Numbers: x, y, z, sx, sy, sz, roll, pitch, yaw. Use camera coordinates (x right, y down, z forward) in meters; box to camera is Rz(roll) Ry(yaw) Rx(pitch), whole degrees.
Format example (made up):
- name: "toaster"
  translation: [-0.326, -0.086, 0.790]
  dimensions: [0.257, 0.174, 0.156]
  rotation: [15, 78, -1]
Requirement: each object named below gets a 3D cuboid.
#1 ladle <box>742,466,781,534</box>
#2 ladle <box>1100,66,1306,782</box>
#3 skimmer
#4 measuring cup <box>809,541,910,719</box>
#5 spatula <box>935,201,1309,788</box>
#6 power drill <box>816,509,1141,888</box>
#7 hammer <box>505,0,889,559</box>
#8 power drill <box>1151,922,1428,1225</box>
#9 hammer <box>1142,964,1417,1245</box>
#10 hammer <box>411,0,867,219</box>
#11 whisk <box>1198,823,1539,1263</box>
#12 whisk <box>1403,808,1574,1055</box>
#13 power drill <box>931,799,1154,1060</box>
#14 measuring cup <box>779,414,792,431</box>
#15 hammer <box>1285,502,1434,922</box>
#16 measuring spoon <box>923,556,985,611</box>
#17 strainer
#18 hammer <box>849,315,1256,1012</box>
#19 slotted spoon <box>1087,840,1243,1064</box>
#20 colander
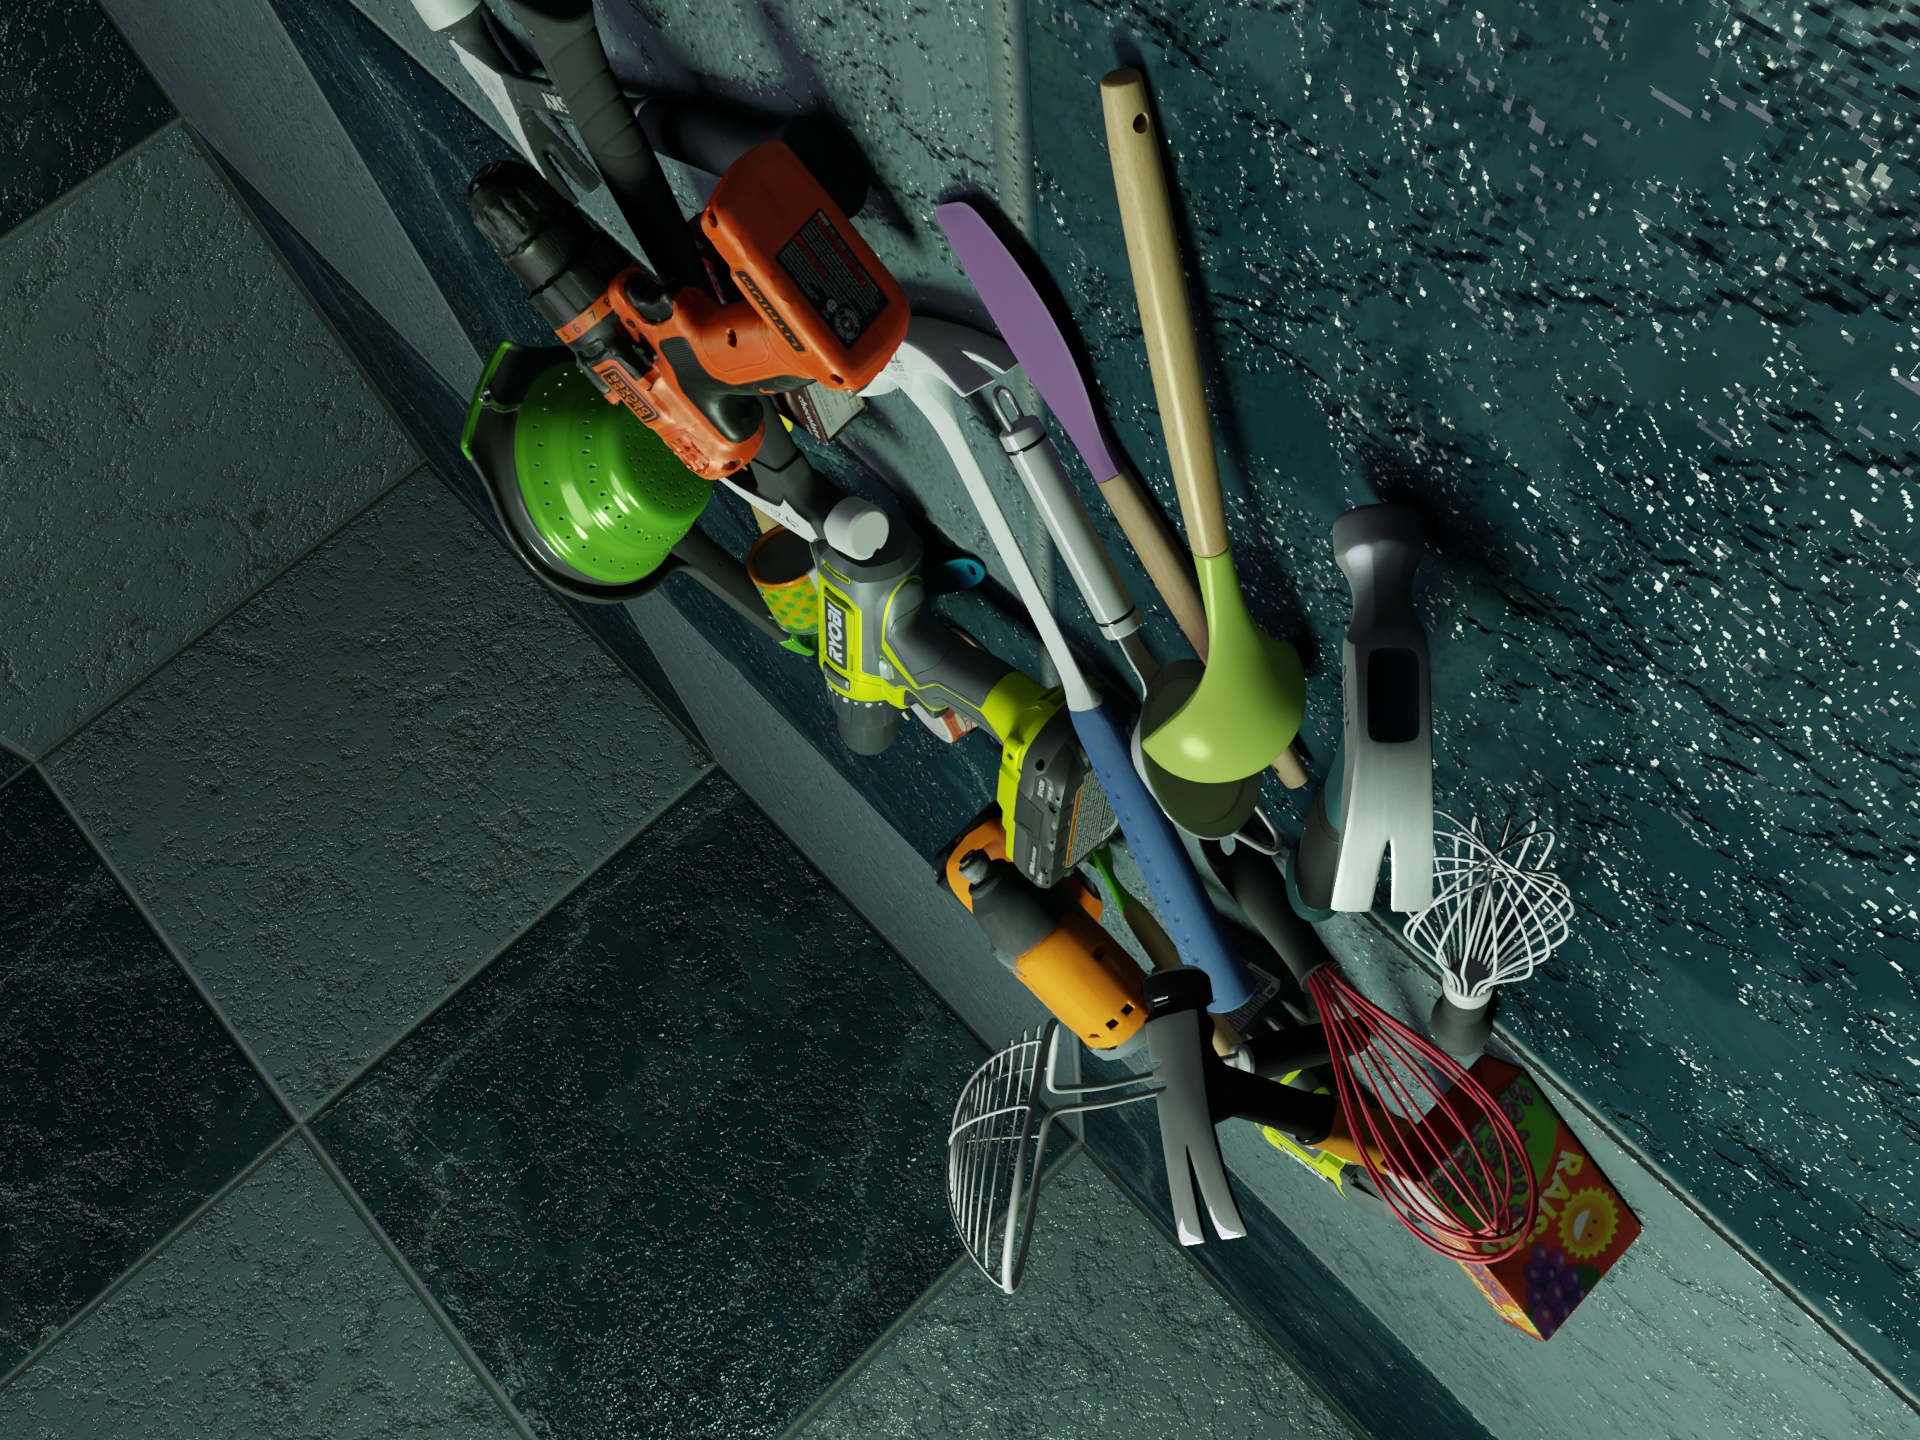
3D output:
- name: "ladle"
  translation: [-0.155, -0.185, 1.179]
  dimensions: [0.069, 0.031, 0.315]
  rotation: [44, 169, 15]
- name: "ladle"
  translation: [0.083, -0.091, 0.599]
  dimensions: [0.062, 0.078, 0.319]
  rotation: [44, 161, 45]
- name: "skimmer"
  translation: [0.130, 0.202, 0.837]
  dimensions: [0.090, 0.363, 0.127]
  rotation: [17, 103, 48]
- name: "measuring cup"
  translation: [-0.055, -0.069, 1.091]
  dimensions: [0.083, 0.038, 0.167]
  rotation: [-101, -13, -55]
- name: "spatula"
  translation: [0.079, -0.088, 0.696]
  dimensions: [0.315, 0.018, 0.060]
  rotation: [55, 171, -25]
- name: "power drill"
  translation: [-0.002, -0.003, 0.983]
  dimensions: [0.229, 0.080, 0.190]
  rotation: [38, 147, 26]
- name: "hammer"
  translation: [-0.143, -0.226, 0.817]
  dimensions: [0.146, 0.035, 0.334]
  rotation: [32, 158, 38]
- name: "power drill"
  translation: [0.231, 0.247, 1.075]
  dimensions: [0.223, 0.080, 0.171]
  rotation: [51, 168, -29]
- name: "hammer"
  translation: [0.204, 0.226, 0.856]
  dimensions: [0.336, 0.034, 0.127]
  rotation: [26, -131, -46]
- name: "hammer"
  translation: [-0.168, -0.308, 0.828]
  dimensions: [0.409, 0.036, 0.149]
  rotation: [34, 163, 46]
- name: "whisk"
  translation: [0.191, 0.144, 0.804]
  dimensions: [0.073, 0.073, 0.296]
  rotation: [60, -179, -43]
- name: "whisk"
  translation: [0.228, 0.107, 0.710]
  dimensions: [0.070, 0.070, 0.284]
  rotation: [42, 171, 27]
- name: "power drill"
  translation: [0.047, 0.127, 1.088]
  dimensions: [0.164, 0.084, 0.226]
  rotation: [46, -179, -14]
- name: "measuring cup"
  translation: [-0.135, -0.224, 0.977]
  dimensions: [0.062, 0.029, 0.156]
  rotation: [41, 164, 29]
- name: "hammer"
  translation: [0.160, 0.035, 0.664]
  dimensions: [0.033, 0.128, 0.330]
  rotation: [-1, 163, 8]
- name: "measuring spoon"
  translation: [-0.009, -0.092, 1.002]
  dimensions: [0.042, 0.021, 0.128]
  rotation: [56, 157, -12]
- name: "strainer"
  translation: [0.075, -0.039, 0.727]
  dimensions: [0.050, 0.087, 0.258]
  rotation: [-8, 121, 44]
- name: "hammer"
  translation: [0.061, -0.017, 0.808]
  dimensions: [0.405, 0.035, 0.144]
  rotation: [62, 163, -20]
- name: "slotted spoon"
  translation: [0.126, 0.142, 1.057]
  dimensions: [0.070, 0.031, 0.314]
  rotation: [54, -179, -37]
- name: "colander"
  translation: [-0.213, -0.161, 1.283]
  dimensions: [0.094, 0.205, 0.396]
  rotation: [-8, 149, 34]
